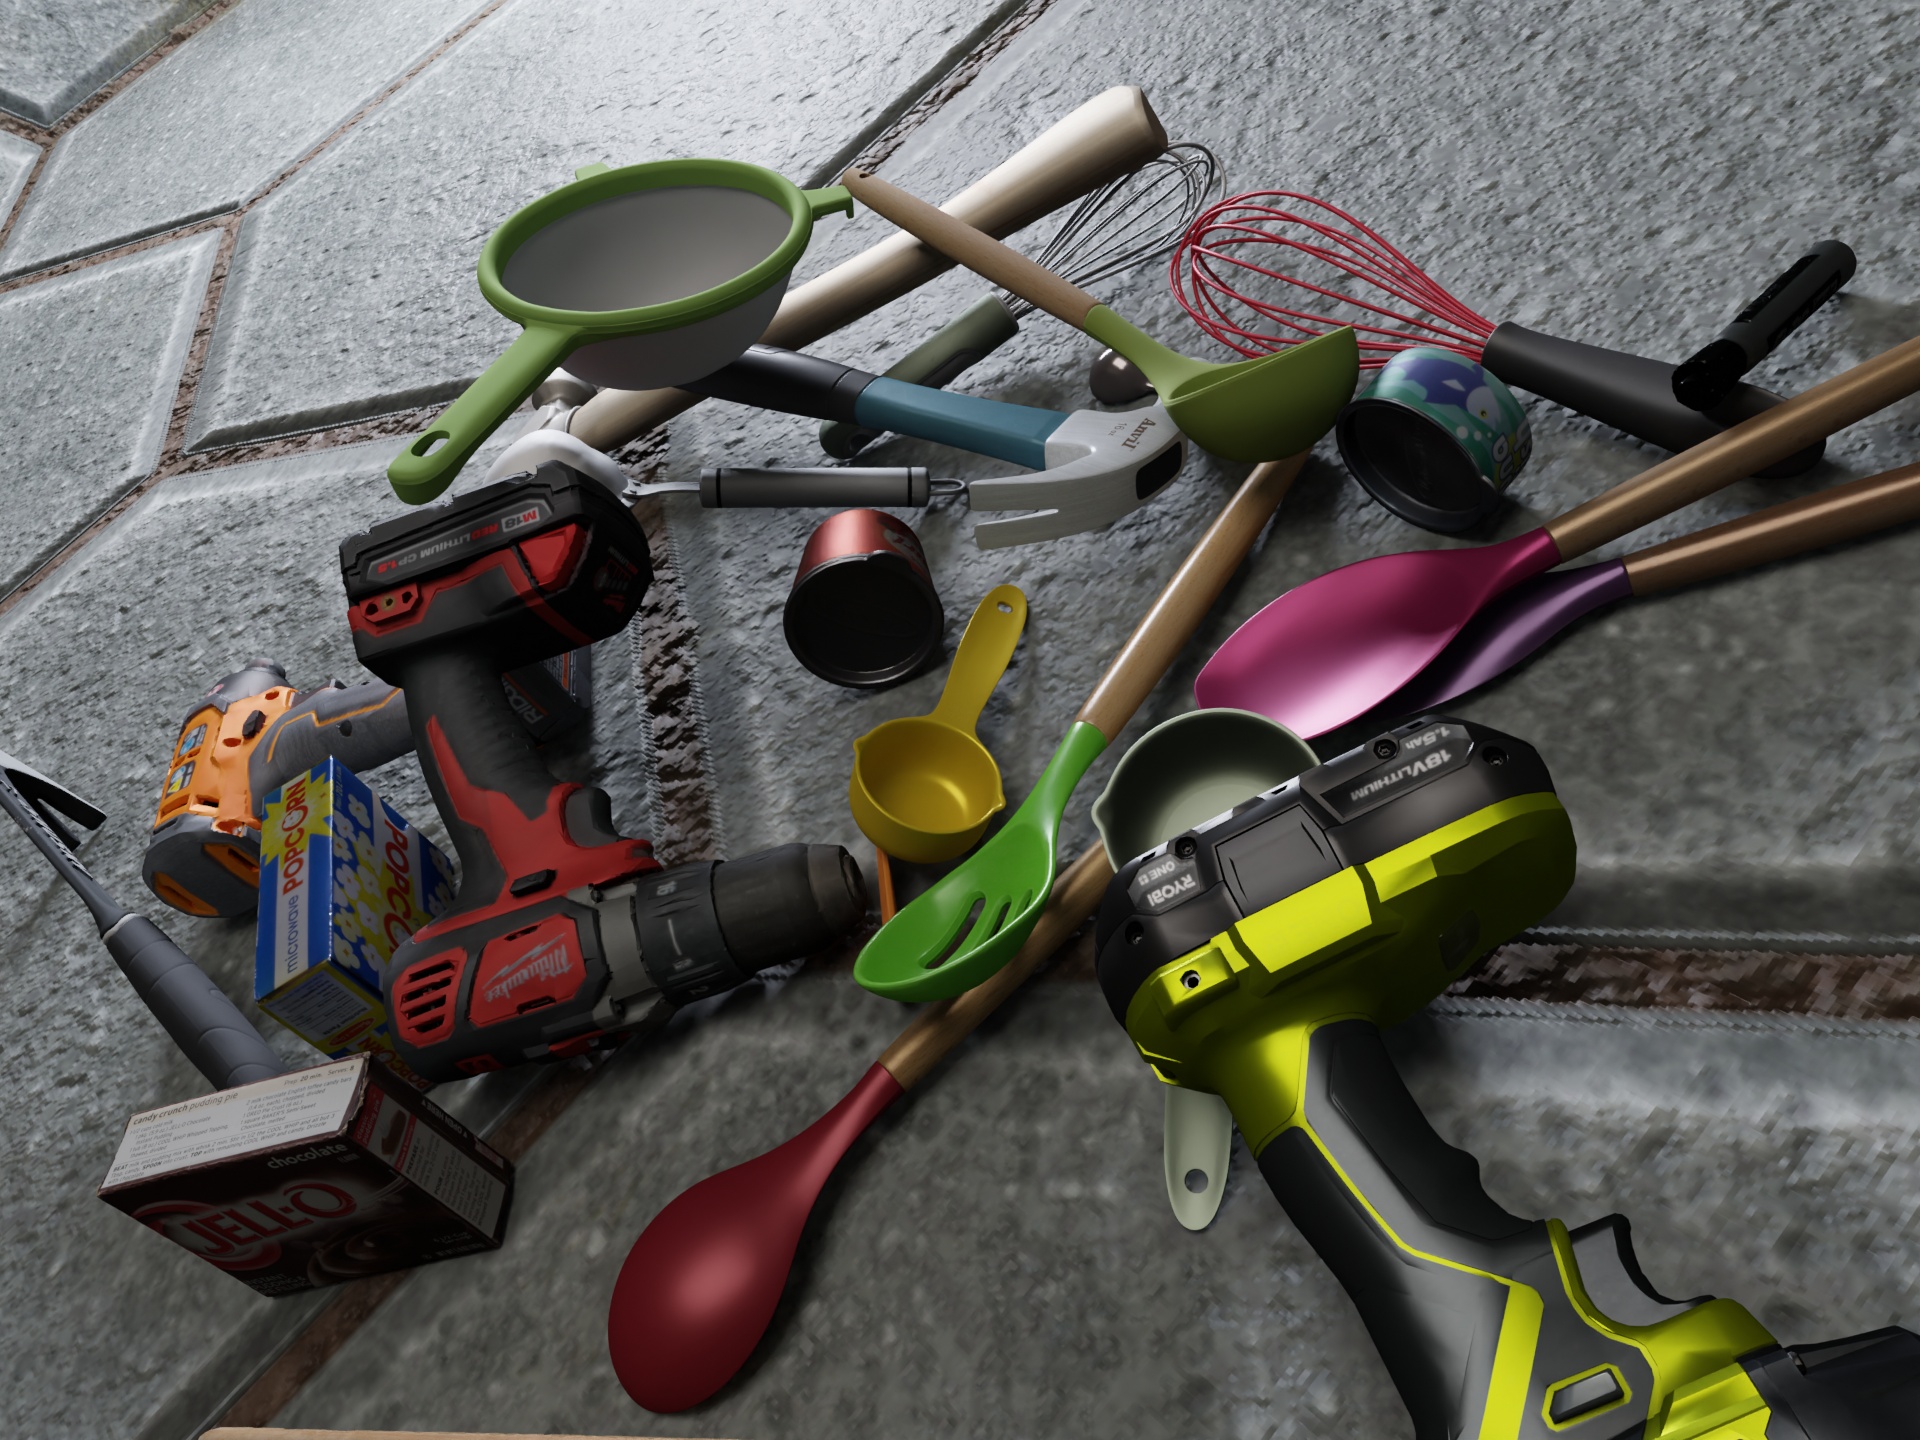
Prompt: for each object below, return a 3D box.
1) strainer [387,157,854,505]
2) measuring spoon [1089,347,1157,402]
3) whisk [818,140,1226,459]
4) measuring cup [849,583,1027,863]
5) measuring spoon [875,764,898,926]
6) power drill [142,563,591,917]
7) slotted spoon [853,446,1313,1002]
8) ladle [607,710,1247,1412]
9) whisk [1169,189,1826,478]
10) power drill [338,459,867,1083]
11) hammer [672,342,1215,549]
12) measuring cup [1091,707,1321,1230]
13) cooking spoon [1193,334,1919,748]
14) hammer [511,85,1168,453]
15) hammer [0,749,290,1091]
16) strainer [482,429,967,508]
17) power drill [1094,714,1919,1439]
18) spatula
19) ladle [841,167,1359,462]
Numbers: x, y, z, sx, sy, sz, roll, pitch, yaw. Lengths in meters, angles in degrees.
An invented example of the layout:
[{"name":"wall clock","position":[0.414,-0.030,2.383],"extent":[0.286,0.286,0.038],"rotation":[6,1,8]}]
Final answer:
[{"name":"strainer","position":[-0.157,-0.157,0.694],"extent":[0.151,0.069,0.256],"rotation":[12,49,20]},{"name":"measuring spoon","position":[0.109,-0.159,0.725],"extent":[0.124,0.018,0.034],"rotation":[16,61,39]},{"name":"whisk","position":[0.029,-0.211,0.805],"extent":[0.246,0.057,0.059],"rotation":[-37,69,4]},{"name":"measuring cup","position":[-0.001,-0.002,0.643],"extent":[0.062,0.029,0.157],"rotation":[22,43,2]},{"name":"measuring spoon","position":[-0.025,0.058,0.610],"extent":[0.011,0.021,0.117],"rotation":[-1,45,-8]},{"name":"power drill","position":[-0.299,-0.014,0.799],"extent":[0.226,0.084,0.164],"rotation":[-28,40,11]},{"name":"slotted spoon","position":[0.063,-0.012,0.594],"extent":[0.070,0.031,0.314],"rotation":[-8,38,51]},{"name":"ladle","position":[-0.004,0.105,0.548],"extent":[0.315,0.031,0.069],"rotation":[-43,42,-13]},{"name":"whisk","position":[0.200,-0.154,0.641],"extent":[0.073,0.073,0.296],"rotation":[-46,50,-14]},{"name":"power drill","position":[-0.147,0.016,0.635],"extent":[0.188,0.080,0.227],"rotation":[-18,72,7]},{"name":"hammer","position":[-0.052,-0.152,0.742],"extent":[0.331,0.033,0.128],"rotation":[18,48,27]},{"name":"measuring cup","position":[0.083,0.079,0.517],"extent":[0.083,0.038,0.168],"rotation":[0,69,18]},{"name":"cooking spoon","position":[0.228,-0.072,0.547],"extent":[0.319,0.017,0.069],"rotation":[-27,43,10]},{"name":"hammer","position":[-0.081,-0.207,0.832],"extent":[0.410,0.038,0.146],"rotation":[-22,44,25]},{"name":"hammer","position":[-0.397,0.094,0.747],"extent":[0.409,0.149,0.036],"rotation":[30,71,35]},{"name":"strainer","position":[-0.126,-0.112,0.752],"extent":[0.258,0.050,0.087],"rotation":[-1,27,-3]},{"name":"power drill","position":[0.139,0.117,0.397],"extent":[0.171,0.080,0.223],"rotation":[-27,54,7]},{"name":"spatula","position":[0.254,-0.055,0.541],"extent":[0.316,0.018,0.060],"rotation":[-18,45,19]},{"name":"ladle","position":[0.043,-0.198,0.699],"extent":[0.078,0.062,0.320],"rotation":[-27,48,-27]}]
